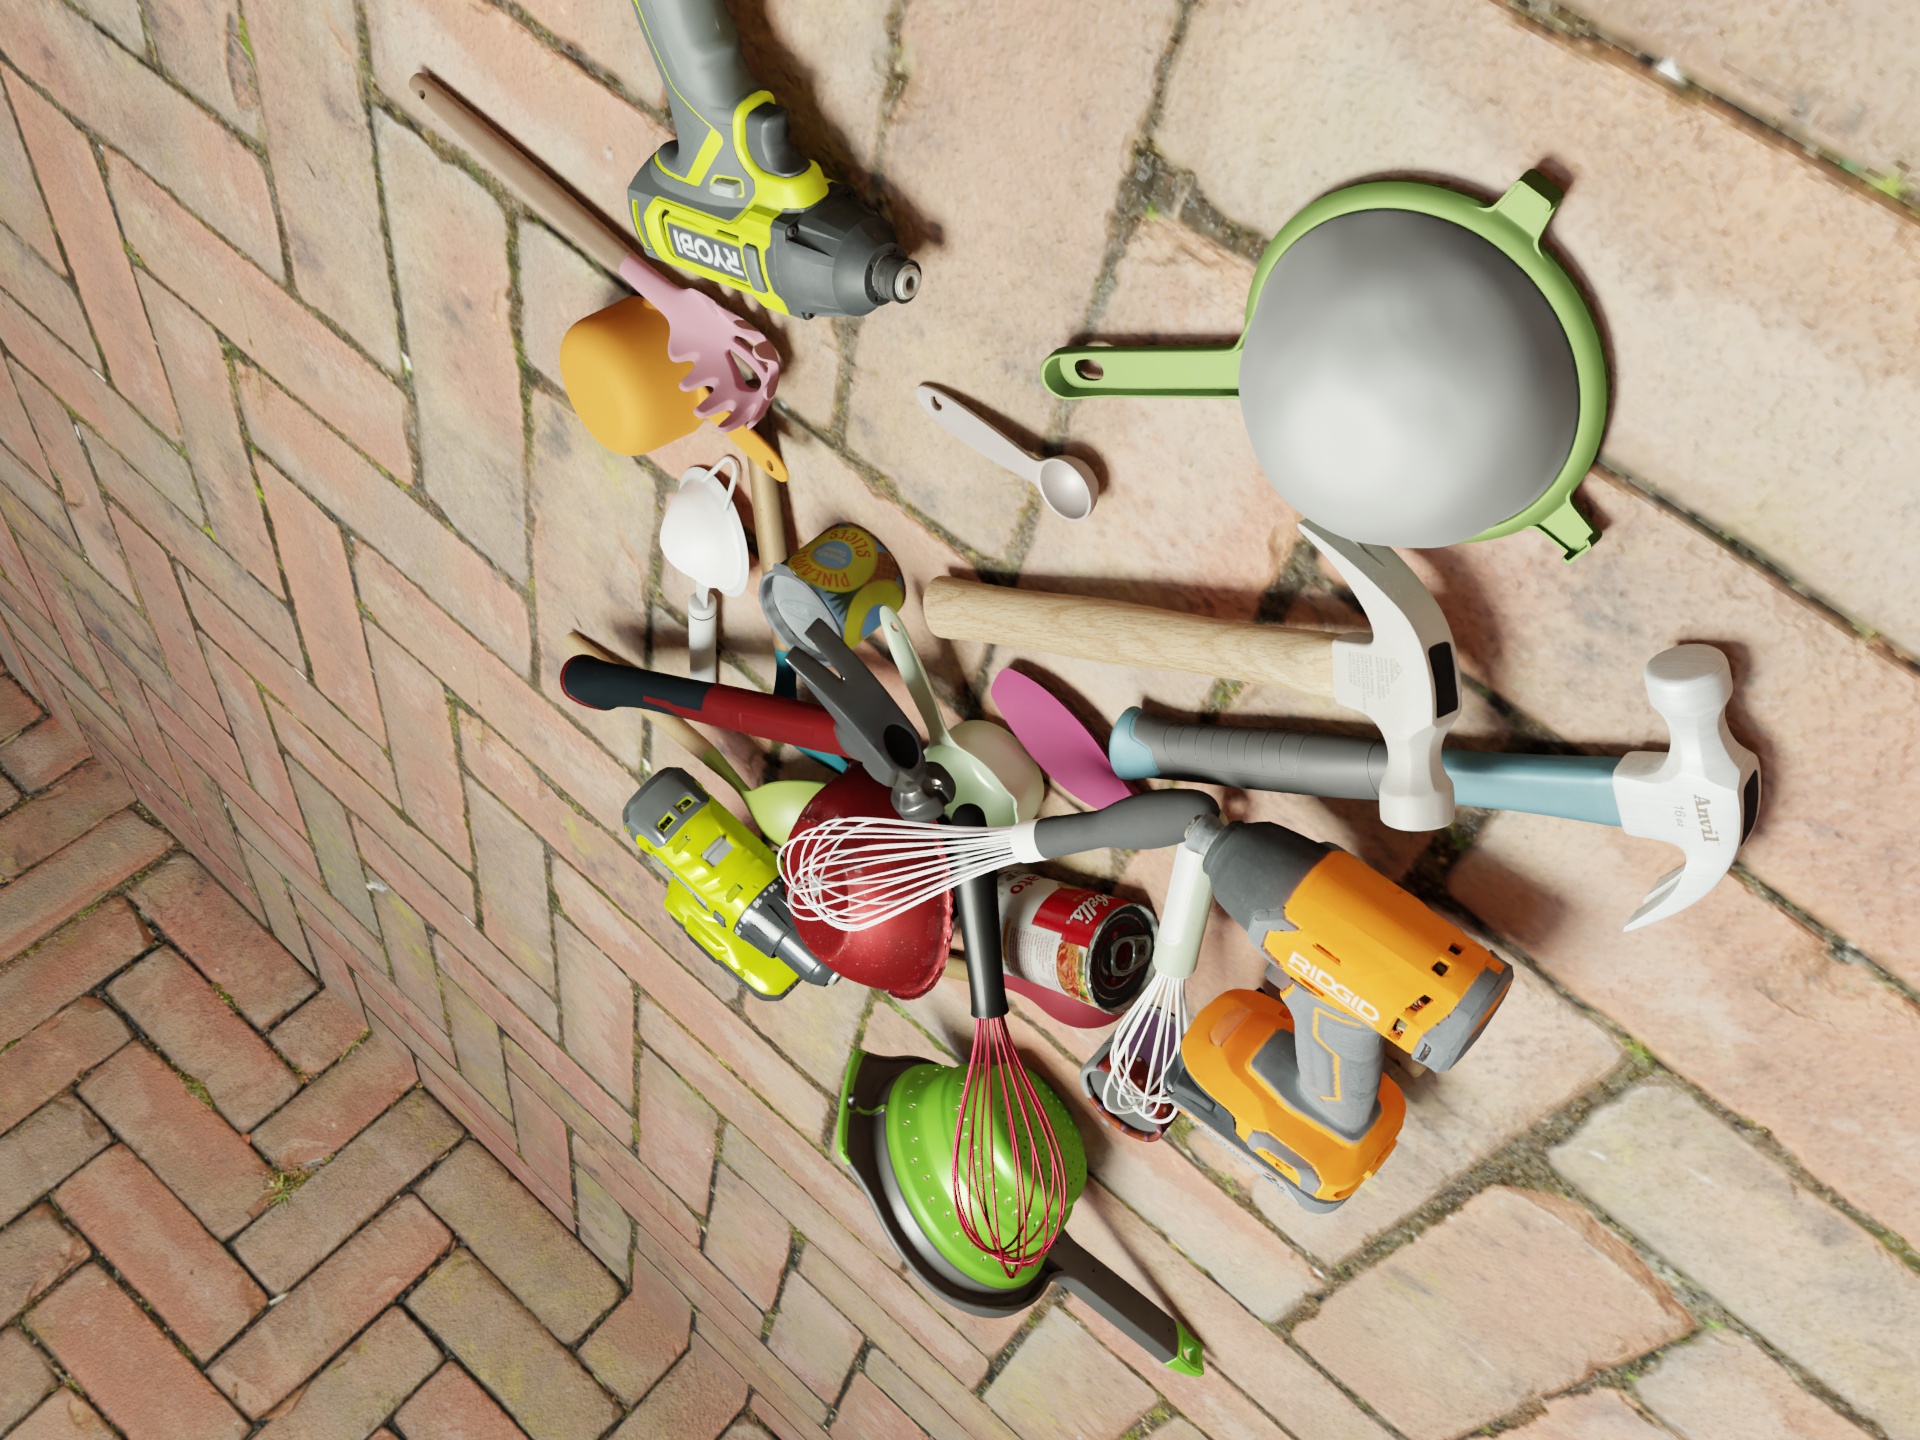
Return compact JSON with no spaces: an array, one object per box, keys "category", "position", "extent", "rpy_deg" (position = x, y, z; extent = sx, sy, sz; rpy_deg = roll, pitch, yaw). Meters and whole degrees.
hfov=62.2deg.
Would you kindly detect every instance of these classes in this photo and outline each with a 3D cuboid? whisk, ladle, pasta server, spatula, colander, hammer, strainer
[{"category":"whisk","position":[0.012,0.070,0.873],"extent":[0.284,0.070,0.070],"rpy_deg":[-14,115,33]},{"category":"whisk","position":[0.119,0.143,0.901],"extent":[0.058,0.059,0.246],"rpy_deg":[51,146,43]},{"category":"ladle","position":[-0.002,0.177,1.150],"extent":[0.315,0.031,0.069],"rpy_deg":[3,127,51]},{"category":"pasta server","position":[-0.213,-0.275,0.906],"extent":[0.316,0.040,0.060],"rpy_deg":[42,126,13]},{"category":"spatula","position":[-0.107,-0.075,1.010],"extent":[0.082,0.044,0.317],"rpy_deg":[27,138,31]},{"category":"ladle","position":[-0.195,0.004,1.187],"extent":[0.320,0.062,0.078],"rpy_deg":[35,173,33]},{"category":"colander","position":[0.081,0.370,1.190],"extent":[0.094,0.205,0.396],"rpy_deg":[-37,113,24]},{"category":"hammer","position":[-0.167,-0.020,1.033],"extent":[0.386,0.038,0.143],"rpy_deg":[11,146,48]},{"category":"hammer","position":[0.196,0.022,0.737],"extent":[0.331,0.033,0.128],"rpy_deg":[5,127,48]},{"category":"whisk","position":[0.020,0.195,0.959],"extent":[0.073,0.073,0.296],"rpy_deg":[2,101,49]},{"category":"hammer","position":[0.093,-0.042,0.771],"extent":[0.331,0.031,0.130],"rpy_deg":[14,116,49]},{"category":"strainer","position":[-0.175,-0.080,1.069],"extent":[0.087,0.050,0.258],"rpy_deg":[53,155,23]},{"category":"strainer","position":[0.119,-0.127,0.634],"extent":[0.256,0.069,0.151],"rpy_deg":[12,133,42]}]

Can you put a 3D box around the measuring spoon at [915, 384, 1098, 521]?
[{"category":"measuring spoon","position":[0.024,-0.139,0.793],"extent":[0.124,0.018,0.034],"rpy_deg":[38,148,28]}]

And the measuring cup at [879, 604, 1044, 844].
[{"category":"measuring cup","position":[-0.002,-0.003,0.945],"extent":[0.083,0.038,0.167],"rpy_deg":[3,125,49]}]

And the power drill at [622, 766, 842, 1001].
[{"category":"power drill","position":[-0.157,0.140,1.189],"extent":[0.190,0.080,0.228],"rpy_deg":[41,163,10]}]

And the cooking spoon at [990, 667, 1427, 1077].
[{"category":"cooking spoon","position":[0.136,0.083,0.888],"extent":[0.319,0.017,0.068],"rpy_deg":[43,152,9]}]

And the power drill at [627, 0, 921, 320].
[{"category":"power drill","position":[-0.097,-0.293,0.717],"extent":[0.171,0.080,0.223],"rpy_deg":[28,146,31]}]

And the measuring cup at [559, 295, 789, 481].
[{"category":"measuring cup","position":[-0.171,-0.177,0.924],"extent":[0.174,0.052,0.095],"rpy_deg":[41,147,28]}]

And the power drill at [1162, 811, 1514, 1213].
[{"category":"power drill","position":[0.171,0.145,0.813],"extent":[0.164,0.084,0.226],"rpy_deg":[36,148,22]}]
